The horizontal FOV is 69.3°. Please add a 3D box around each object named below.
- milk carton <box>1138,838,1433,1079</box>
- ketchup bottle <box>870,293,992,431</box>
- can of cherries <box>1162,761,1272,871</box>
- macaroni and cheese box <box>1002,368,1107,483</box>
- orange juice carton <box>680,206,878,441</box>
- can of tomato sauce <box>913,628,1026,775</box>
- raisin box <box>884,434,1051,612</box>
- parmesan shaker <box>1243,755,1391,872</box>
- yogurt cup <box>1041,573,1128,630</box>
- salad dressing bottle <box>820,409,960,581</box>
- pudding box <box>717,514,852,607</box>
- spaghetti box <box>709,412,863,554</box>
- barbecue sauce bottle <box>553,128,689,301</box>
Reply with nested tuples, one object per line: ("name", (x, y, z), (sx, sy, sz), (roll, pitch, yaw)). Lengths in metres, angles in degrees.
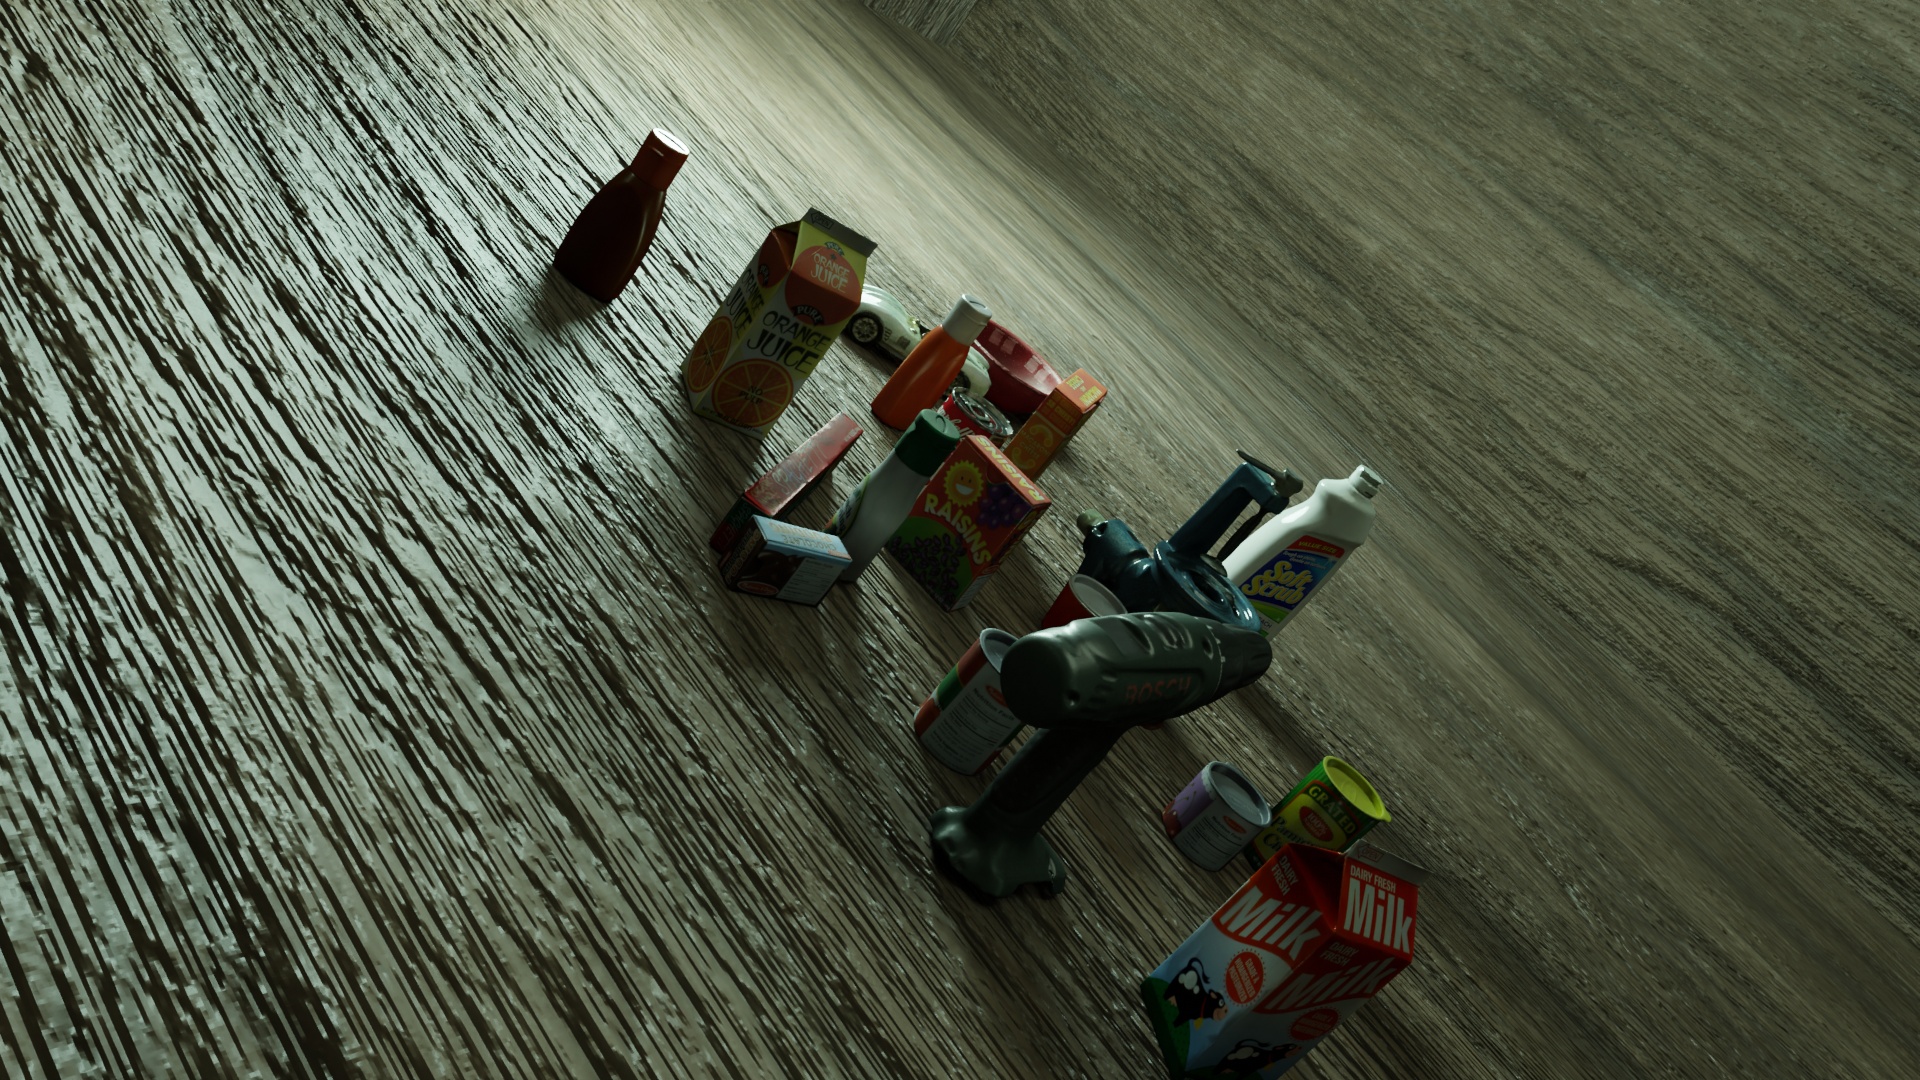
("milk carton", (0.204, 0.256, 0.858), (0.072, 0.190, 0.074), (27, 25, -29))
("ketchup bottle", (-0.026, -0.176, 1.383), (0.043, 0.148, 0.065), (49, 24, 24))
("can of cherries", (0.204, 0.218, 1.104), (0.071, 0.058, 0.072), (33, 23, -16))
("macaroni and cheese box", (0.067, -0.081, 1.320), (0.040, 0.166, 0.124), (40, 22, 3))
("orange juice carton", (-0.148, -0.184, 1.149), (0.072, 0.192, 0.073), (23, 27, -36))
("can of tomato sauce", (0.017, 0.114, 0.981), (0.071, 0.082, 0.071), (33, 23, -16))
("raisin box", (0.004, -0.014, 1.153), (0.086, 0.123, 0.040), (46, 23, 17))
("parmesan shaker", (0.292, 0.238, 1.144), (0.071, 0.102, 0.071), (33, 23, -16))
("yogurt cup", (0.110, 0.071, 1.245), (0.072, 0.053, 0.073), (33, 23, -16))
("salad dressing bottle", (-0.057, -0.035, 1.065), (0.044, 0.147, 0.064), (32, 23, -18))
("pudding box", (-0.125, 0.016, 0.993), (0.084, 0.049, 0.030), (15, 32, -45))
("spaghetti box", (-0.133, -0.047, 1.100), (0.028, 0.050, 0.251), (38, 22, -3))
("barbecue sauce bottle", (-0.283, -0.278, 1.178), (0.065, 0.148, 0.044), (38, 22, -4))
